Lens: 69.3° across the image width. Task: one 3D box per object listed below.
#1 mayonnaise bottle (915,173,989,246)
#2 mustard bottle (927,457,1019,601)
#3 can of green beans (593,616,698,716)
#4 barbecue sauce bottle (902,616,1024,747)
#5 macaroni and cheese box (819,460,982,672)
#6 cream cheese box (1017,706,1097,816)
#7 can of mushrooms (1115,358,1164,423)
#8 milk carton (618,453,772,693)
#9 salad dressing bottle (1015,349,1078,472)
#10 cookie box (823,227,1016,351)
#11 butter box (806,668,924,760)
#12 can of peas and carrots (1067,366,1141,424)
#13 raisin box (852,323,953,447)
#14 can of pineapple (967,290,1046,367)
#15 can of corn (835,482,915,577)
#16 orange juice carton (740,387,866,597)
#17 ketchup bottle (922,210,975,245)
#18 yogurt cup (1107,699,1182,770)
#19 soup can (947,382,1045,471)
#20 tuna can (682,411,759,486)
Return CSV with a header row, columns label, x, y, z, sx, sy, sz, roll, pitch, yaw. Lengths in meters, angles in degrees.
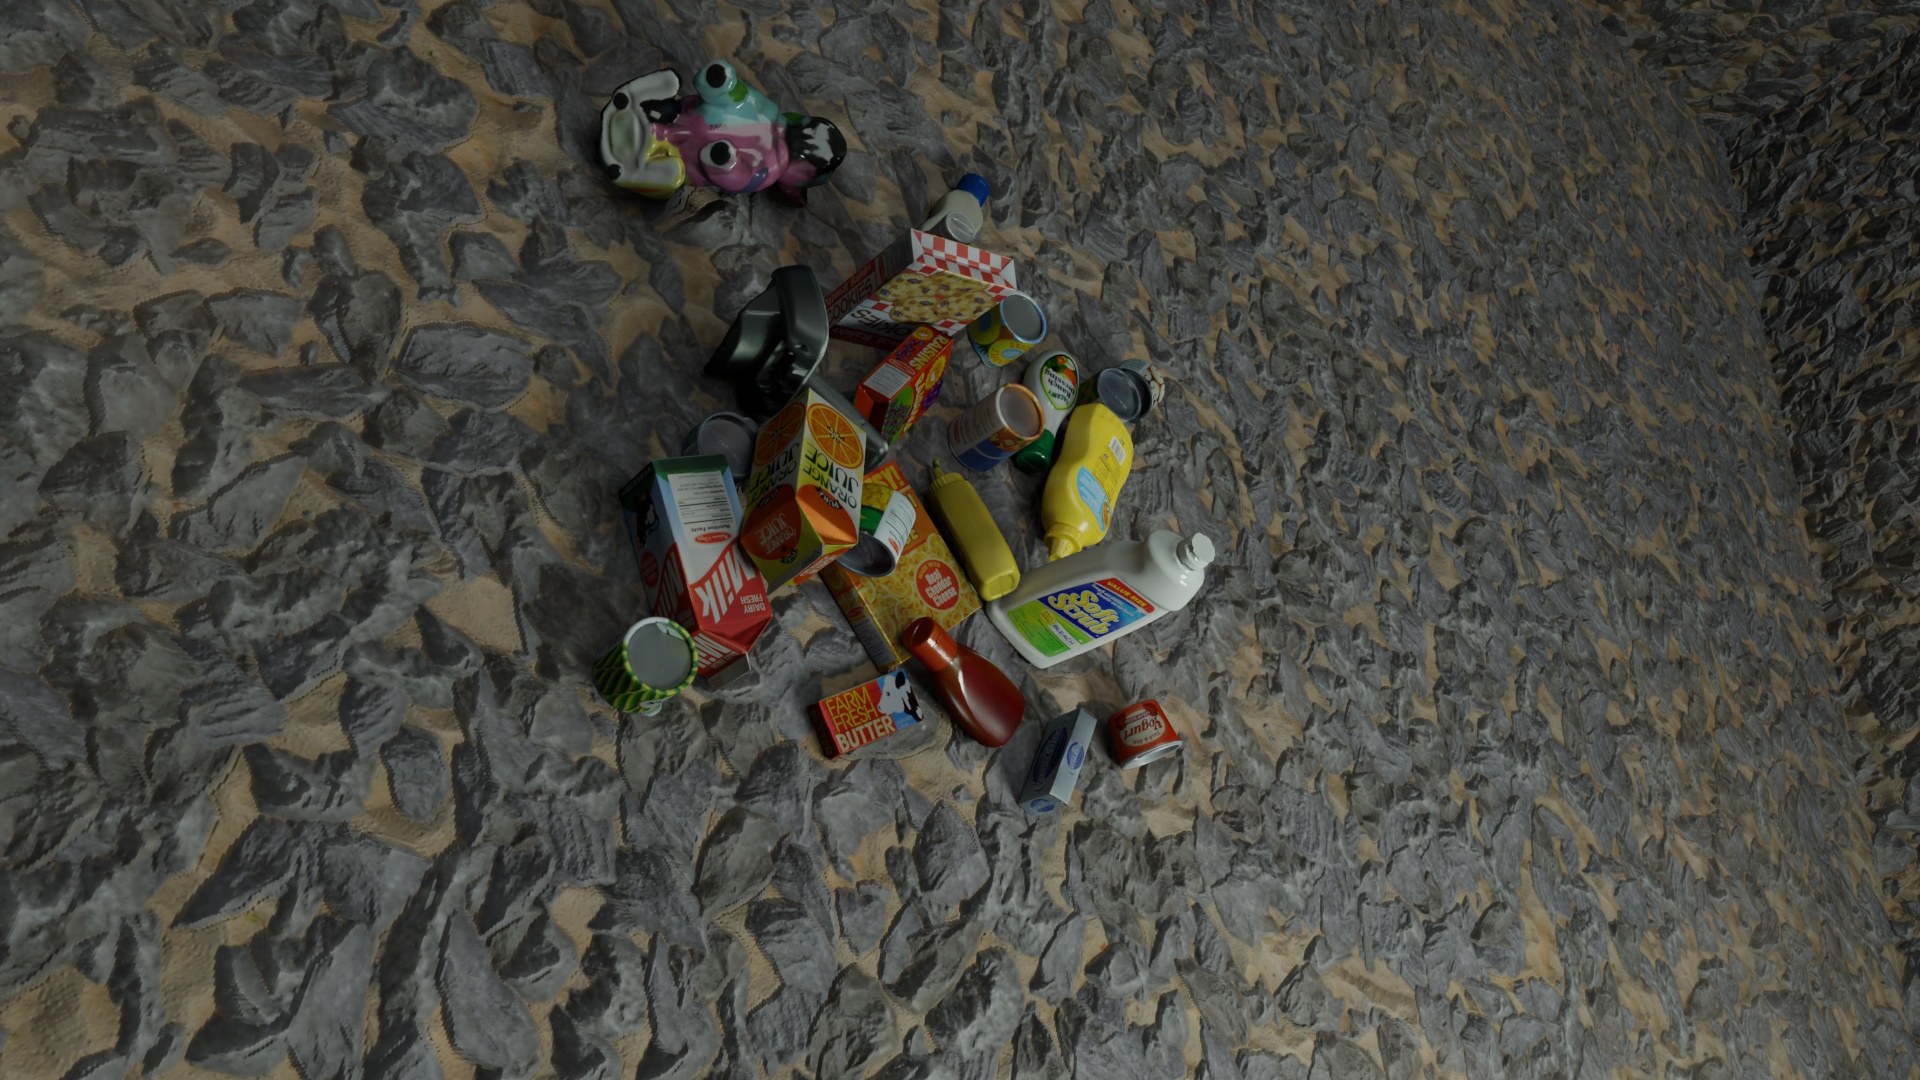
label,x,y,z,sx,sy,sz,roll,pitch,yaw
mayonnaise bottle,-0.008,-0.353,1.544,0.064,0.041,0.149,41,49,-18
mustard bottle,0.005,-0.017,1.376,0.049,0.065,0.161,-25,62,-8
can of green beans,-0.253,0.100,1.119,0.071,0.057,0.071,17,60,-32
barbecue sauce bottle,0.002,0.128,1.289,0.148,0.043,0.065,49,54,-34
macaroni and cheese box,-0.070,0.023,1.315,0.124,0.040,0.166,-32,91,-42
cream cheese box,0.094,0.214,1.345,0.024,0.053,0.104,38,51,-16
can of mushrooms,0.201,-0.174,1.608,0.071,0.070,0.034,53,47,-6
milk carton,-0.219,0.029,1.171,0.074,0.072,0.191,-8,73,-41
salad dressing bottle,0.092,-0.141,1.520,0.064,0.044,0.148,33,52,-25
cookie box,-0.045,-0.241,1.375,0.123,0.167,0.040,8,68,-36
butter box,-0.085,0.156,1.250,0.104,0.024,0.053,-18,80,-42
can of peas and carrots,0.162,-0.156,1.572,0.071,0.058,0.071,18,59,-32
raisin box,-0.059,-0.147,1.369,0.040,0.085,0.124,30,47,11
can of pineapple,0.052,-0.231,1.520,0.071,0.057,0.071,17,60,-32
can of corn,-0.082,-0.010,1.250,0.071,0.071,0.058,36,52,-20
orange juice carton,-0.135,-0.035,1.190,0.073,0.071,0.194,38,32,-30
ketchup bottle,-0.042,-0.281,1.408,0.064,0.148,0.044,31,55,-24
yogurt cup,0.185,0.197,1.420,0.072,0.072,0.054,-5,65,-40
soup can,0.040,-0.117,1.439,0.071,0.083,0.071,18,59,-32
tuna can,-0.213,-0.082,1.255,0.071,0.032,0.071,17,60,-32
